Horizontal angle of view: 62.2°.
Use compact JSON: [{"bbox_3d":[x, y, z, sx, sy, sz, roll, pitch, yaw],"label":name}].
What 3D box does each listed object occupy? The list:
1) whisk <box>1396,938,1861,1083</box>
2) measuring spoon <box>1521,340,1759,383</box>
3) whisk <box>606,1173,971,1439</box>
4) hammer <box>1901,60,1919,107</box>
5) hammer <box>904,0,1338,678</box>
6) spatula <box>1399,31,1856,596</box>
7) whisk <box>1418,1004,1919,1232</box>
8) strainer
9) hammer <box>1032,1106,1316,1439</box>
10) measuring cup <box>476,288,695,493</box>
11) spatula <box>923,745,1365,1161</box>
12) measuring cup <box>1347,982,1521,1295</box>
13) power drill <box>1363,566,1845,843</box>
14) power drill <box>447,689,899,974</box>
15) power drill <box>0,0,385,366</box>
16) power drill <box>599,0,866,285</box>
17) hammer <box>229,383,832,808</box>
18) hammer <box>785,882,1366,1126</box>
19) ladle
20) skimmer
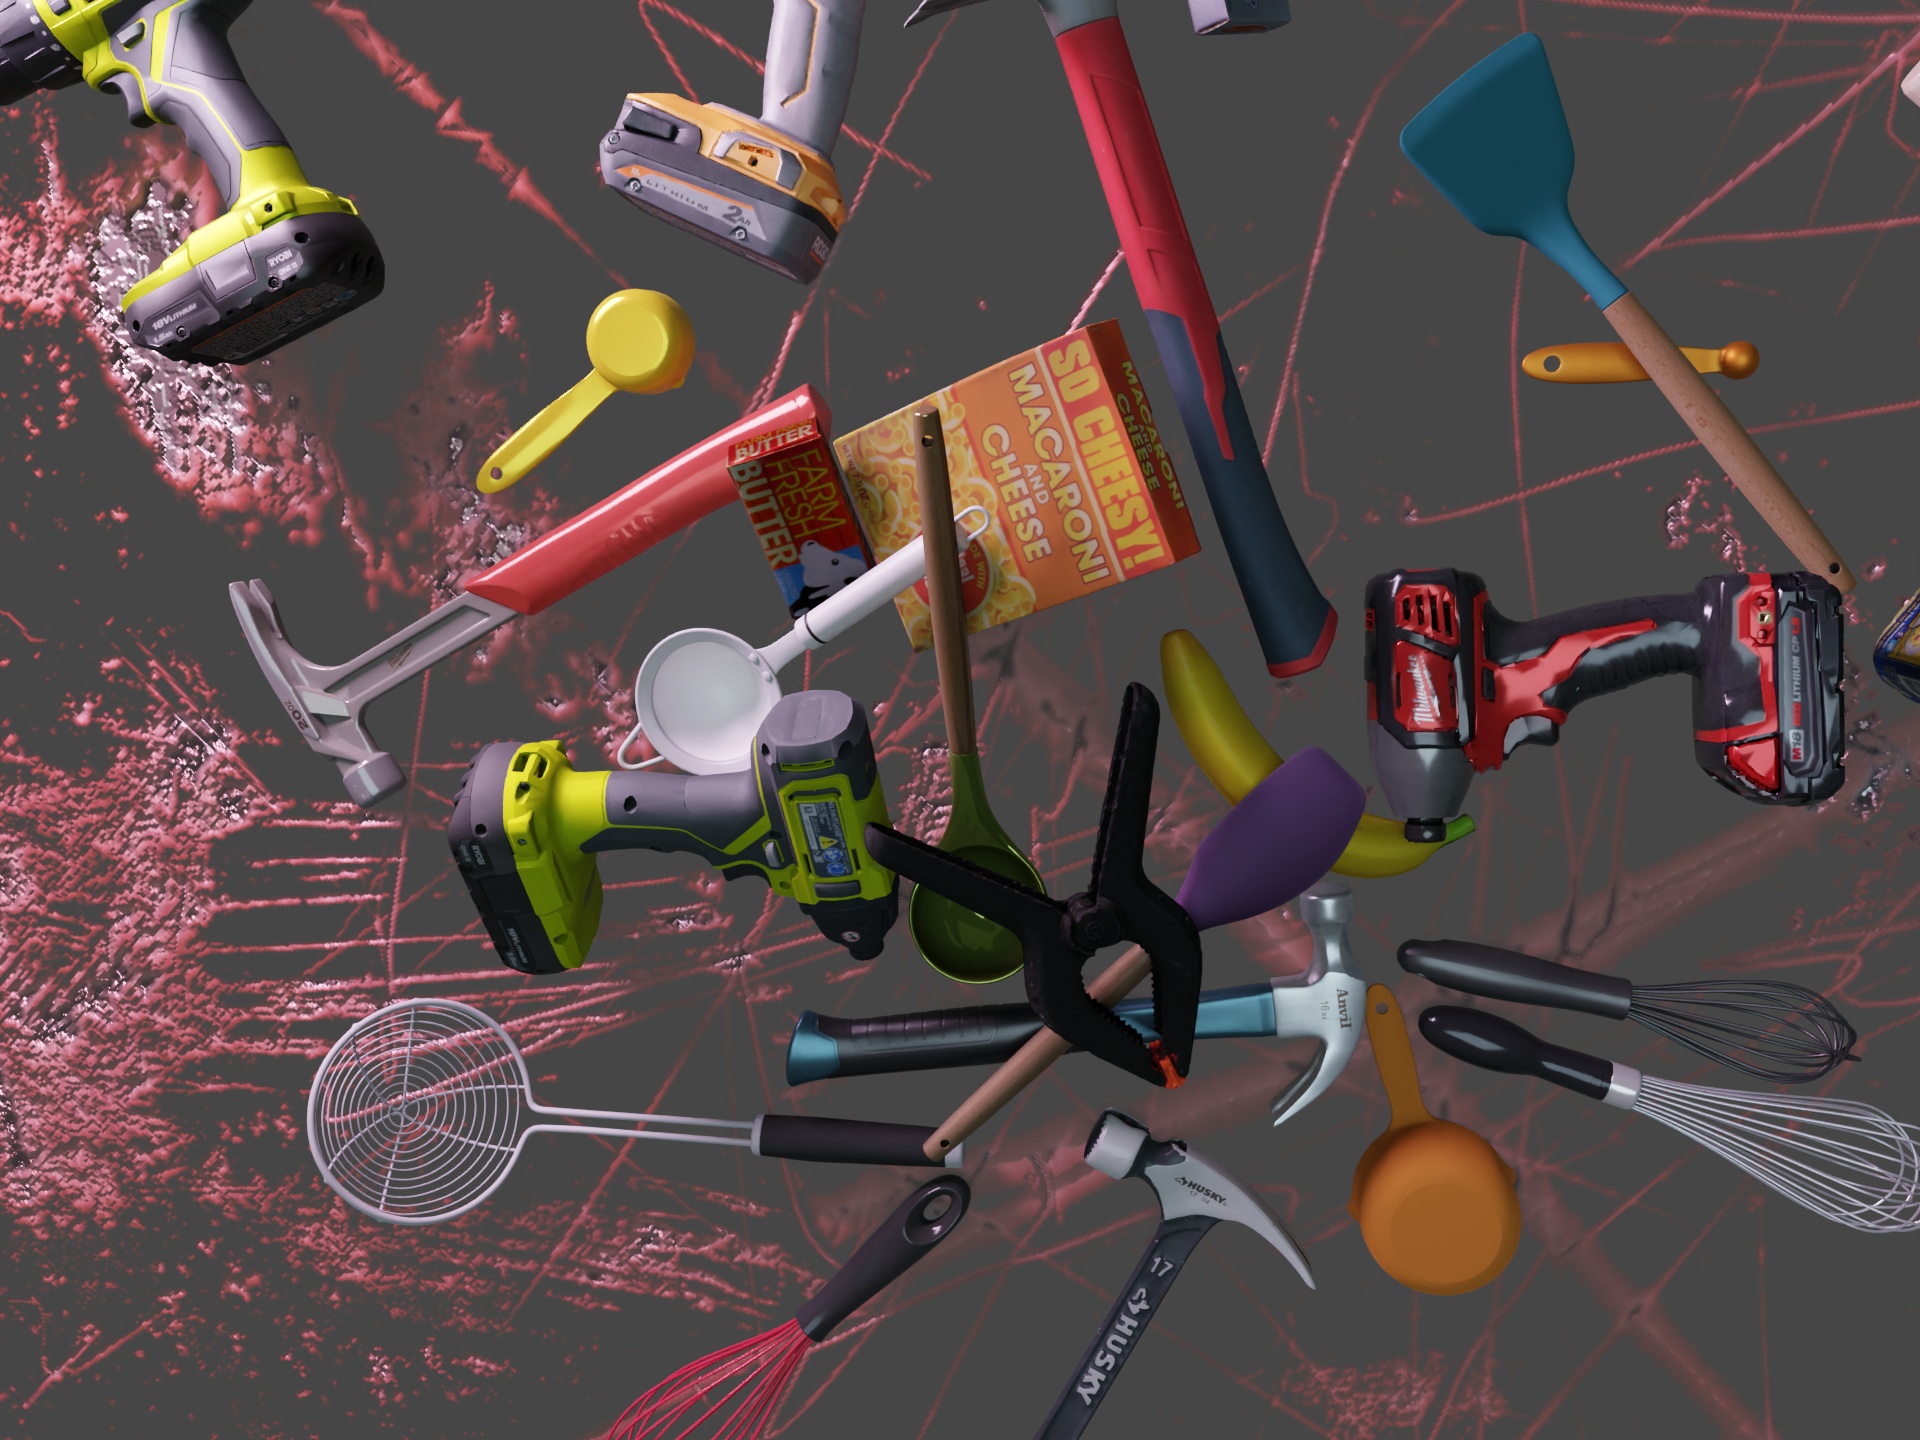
[{"bbox_3d":[0.355,0.151,0.851,0.239,0.055,0.055,11,101,9],"label":"whisk"},{"bbox_3d":[0.348,-0.183,0.814,0.117,0.011,0.021,1,99,7],"label":"measuring spoon"},{"bbox_3d":[-0.104,0.371,0.943,0.296,0.073,0.073,-43,92,6],"label":"whisk"},{"bbox_3d":[0.611,-0.174,0.770,0.410,0.038,0.146,42,103,0],"label":"hammer"},{"bbox_3d":[0.100,-0.199,0.809,0.143,0.038,0.386,-23,100,-18],"label":"hammer"},{"bbox_3d":[0.343,-0.189,0.789,0.082,0.044,0.317,-38,87,7],"label":"spatula"},{"bbox_3d":[0.387,0.206,0.853,0.284,0.070,0.070,18,101,8],"label":"whisk"},{"bbox_3d":[-0.084,-0.043,0.856,0.258,0.050,0.087,-31,99,26],"label":"strainer"},{"bbox_3d":[0.059,0.430,0.941,0.149,0.036,0.409,27,102,1],"label":"hammer"},{"bbox_3d":[-0.214,-0.177,0.878,0.156,0.029,0.062,-39,93,10],"label":"measuring cup"},{"bbox_3d":[0.093,0.137,0.860,0.060,0.018,0.316,45,103,-4],"label":"spatula"},{"bbox_3d":[0.252,0.232,0.873,0.095,0.052,0.173,-15,99,10],"label":"measuring cup"},{"bbox_3d":[0.319,-0.008,0.810,0.219,0.078,0.143,0,90,11],"label":"power drill"},{"bbox_3d":[-0.148,0.073,0.873,0.223,0.080,0.171,-5,127,7],"label":"power drill"},{"bbox_3d":[-0.432,-0.315,0.863,0.190,0.080,0.228,-23,93,10],"label":"power drill"},{"bbox_3d":[-0.106,-0.363,0.811,0.185,0.084,0.226,25,97,2],"label":"power drill"},{"bbox_3d":[-0.234,-0.094,0.892,0.359,0.037,0.149,-28,95,11],"label":"hammer"},{"bbox_3d":[0.061,0.172,0.899,0.331,0.033,0.128,-7,97,9],"label":"hammer"},{"bbox_3d":[-0.001,-0.003,0.820,0.078,0.062,0.320,-4,119,3],"label":"ladle"},{"bbox_3d":[-0.180,0.232,0.911,0.363,0.090,0.127,3,72,5],"label":"skimmer"}]
